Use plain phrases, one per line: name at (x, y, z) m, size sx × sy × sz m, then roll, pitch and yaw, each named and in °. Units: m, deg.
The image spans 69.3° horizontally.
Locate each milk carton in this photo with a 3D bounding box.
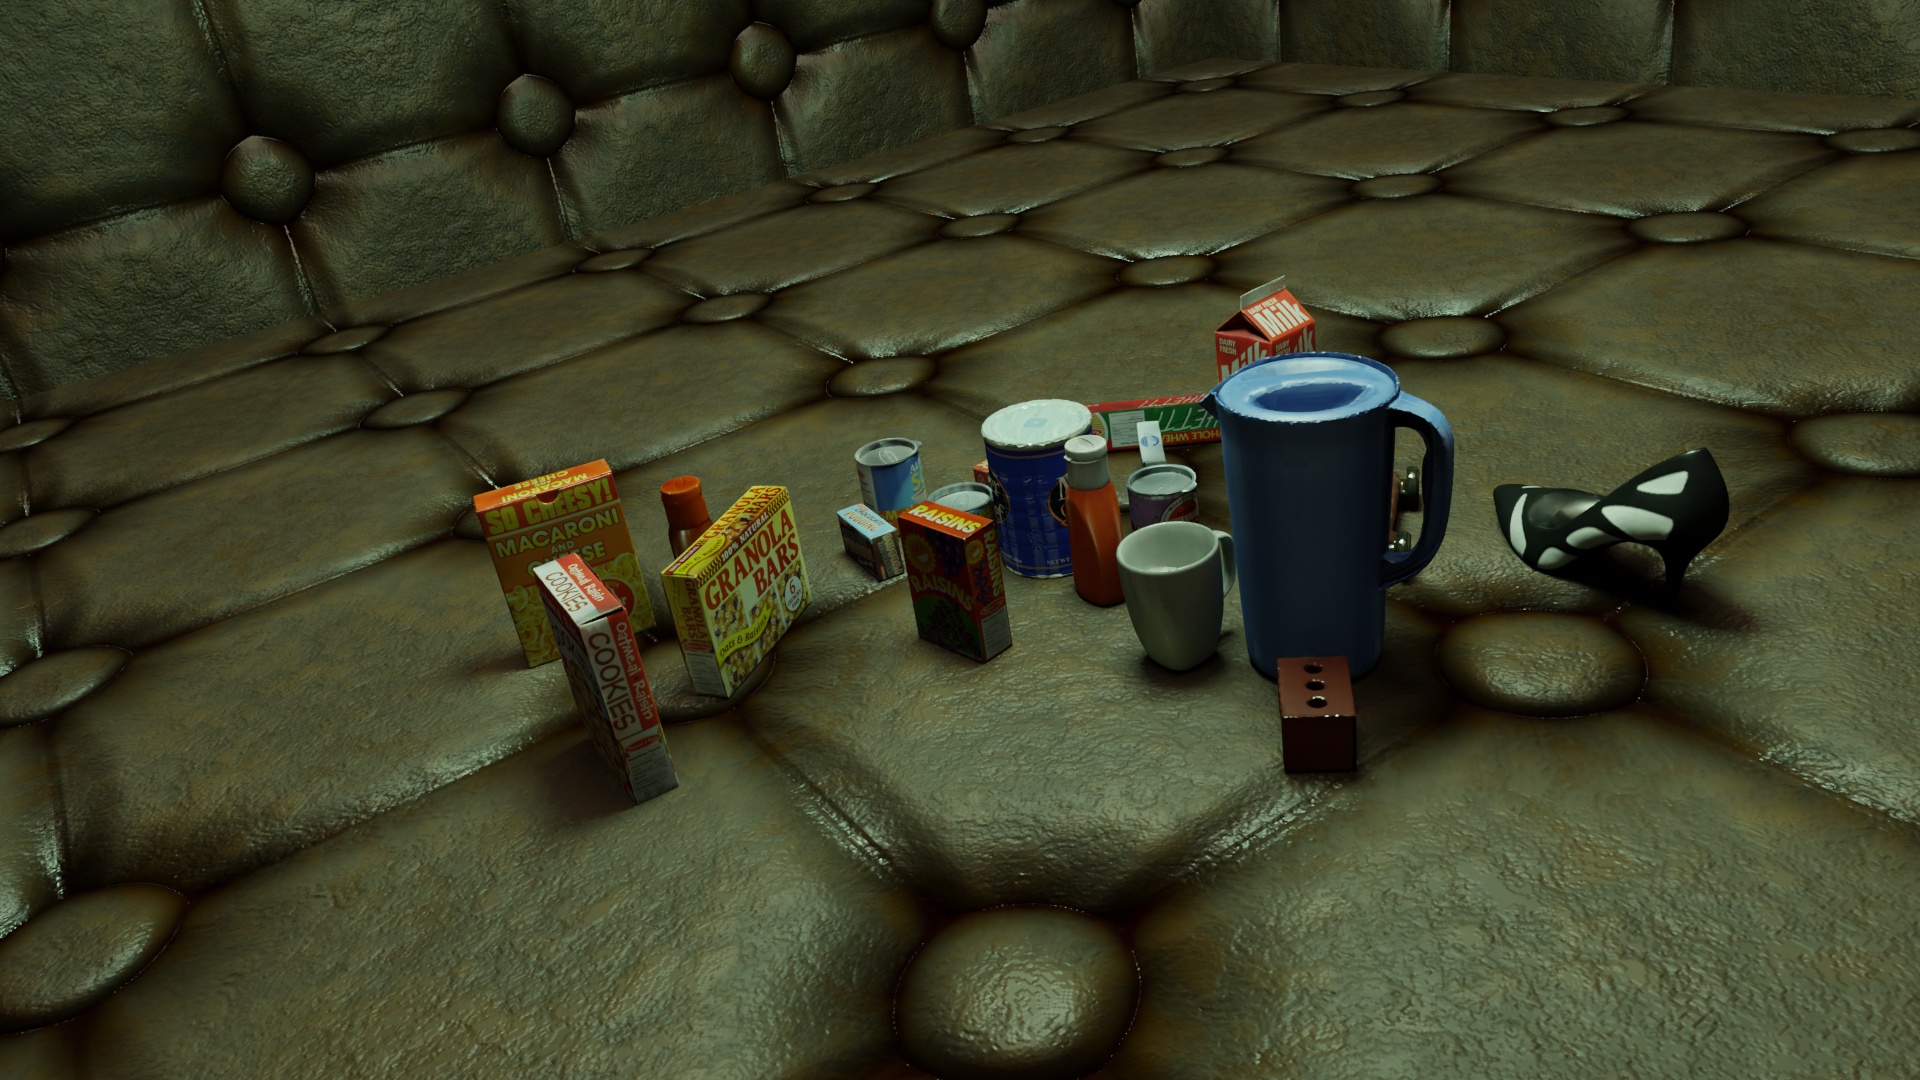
milk carton at (0.311, -0.167, 1.409) m, size 0.072 × 0.189 × 0.073 m, roll -28°, pitch 32°, yaw -33°

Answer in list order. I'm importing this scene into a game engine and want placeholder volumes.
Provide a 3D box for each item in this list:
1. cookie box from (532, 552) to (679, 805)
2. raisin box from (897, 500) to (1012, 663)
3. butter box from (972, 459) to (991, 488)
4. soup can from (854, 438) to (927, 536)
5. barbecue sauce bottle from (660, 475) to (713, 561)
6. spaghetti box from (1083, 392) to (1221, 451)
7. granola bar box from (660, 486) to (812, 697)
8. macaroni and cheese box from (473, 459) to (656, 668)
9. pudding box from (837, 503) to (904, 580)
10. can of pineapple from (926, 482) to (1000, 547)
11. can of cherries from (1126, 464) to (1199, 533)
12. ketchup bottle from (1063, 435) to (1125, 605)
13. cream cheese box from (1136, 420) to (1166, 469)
cookie box at (-0.279, 0.107, 1.095) m, size 0.040 × 0.166 × 0.123 m, roll -23°, pitch 30°, yaw -24°
raisin box at (-0.004, 0.034, 1.194) m, size 0.040 × 0.122 × 0.086 m, roll -30°, pitch 33°, yaw -35°
butter box at (0.058, -0.071, 1.453) m, size 0.024 × 0.053 × 0.104 m, roll 18°, pitch 38°, yaw 42°
soup can at (-0.067, -0.055, 1.430) m, size 0.071 × 0.083 × 0.072 m, roll -8°, pitch 27°, yaw 4°
barbecue sauce bottle at (-0.242, 0.014, 1.282) m, size 0.044 × 0.147 × 0.065 m, roll -12°, pitch 27°, yaw -4°
spaghetti box at (0.229, -0.130, 1.516) m, size 0.250 × 0.050 × 0.029 m, roll -5°, pitch 27°, yaw 9°
granola bar box at (-0.196, 0.043, 1.239) m, size 0.039 × 0.123 × 0.166 m, roll 2°, pitch 29°, yaw 22°
macaroni and cheese box at (-0.364, 0.022, 1.287) m, size 0.124 × 0.165 × 0.040 m, roll -19°, pitch 28°, yaw -17°
pudding box at (-0.088, 0.000, 1.367) m, size 0.030 × 0.049 × 0.084 m, roll -21°, pitch 29°, yaw -21°
can of pineapple at (0.005, -0.017, 1.362) m, size 0.071 × 0.057 × 0.071 m, roll -8°, pitch 27°, yaw 4°
can of cherries at (0.196, -0.033, 1.330) m, size 0.071 × 0.058 × 0.072 m, roll -8°, pitch 27°, yaw 4°
ketchup bottle at (0.118, -0.019, 1.230) m, size 0.043 × 0.148 × 0.065 m, roll -18°, pitch 28°, yaw -16°
cream cheese box at (0.198, -0.079, 1.424) m, size 0.024 × 0.053 × 0.104 m, roll -6°, pitch 27°, yaw 6°
